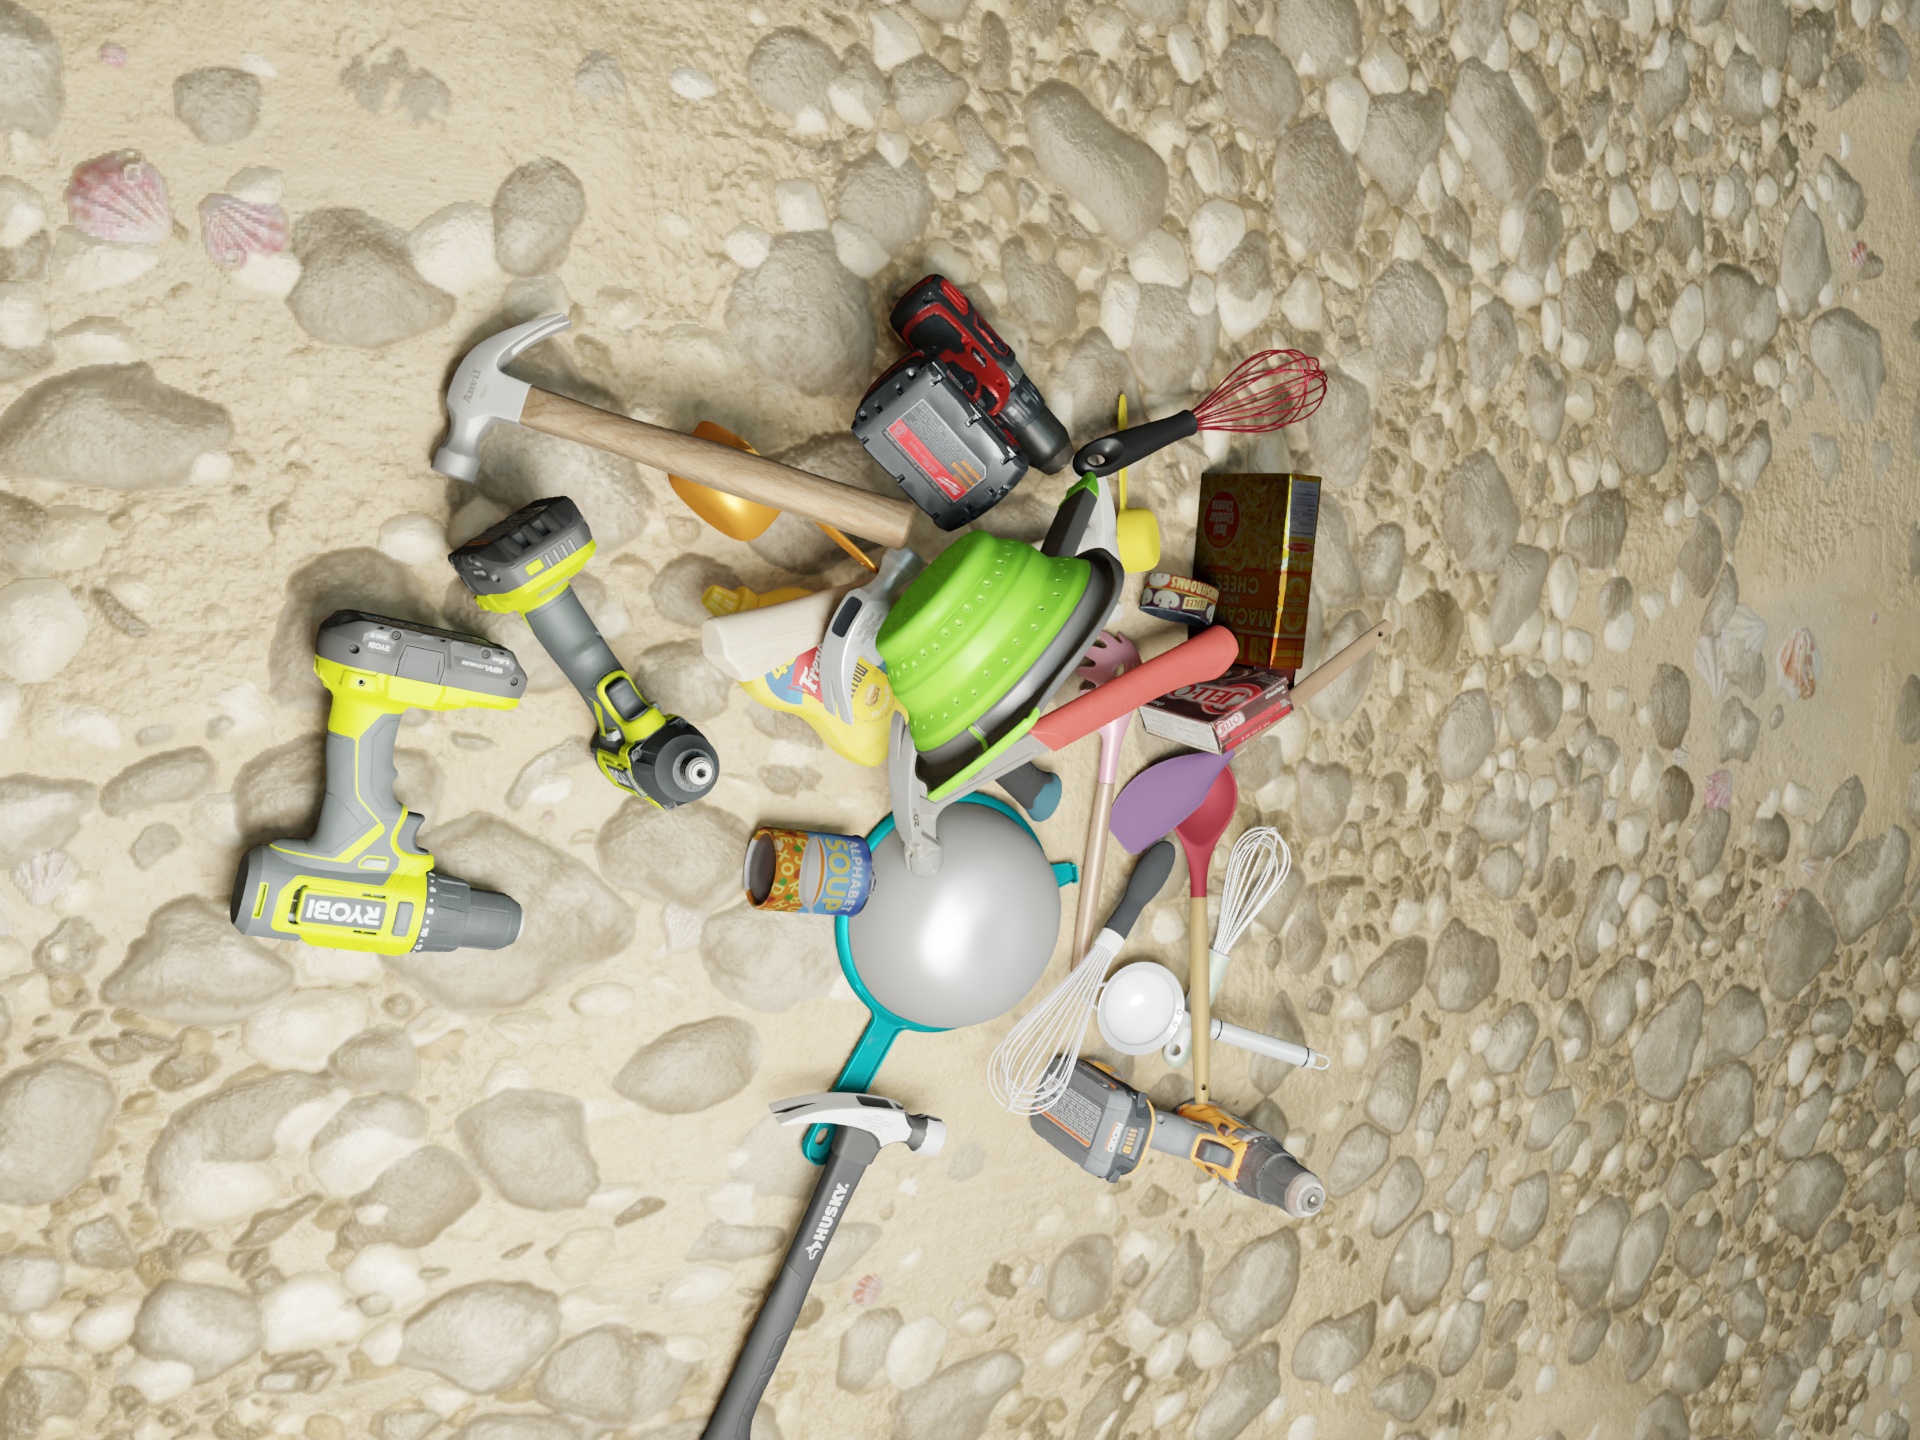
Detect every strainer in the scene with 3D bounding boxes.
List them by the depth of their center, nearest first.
[{"bbox_3d":[-0.023,0.223,1.315,0.210,0.095,0.340,36,78,-29],"label":"strainer"},{"bbox_3d":[0.224,0.282,1.465,0.258,0.050,0.087,19,90,-10],"label":"strainer"}]

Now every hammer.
[{"bbox_3d":[-0.192,-0.187,1.113,0.331,0.031,0.130,17,90,-4],"label":"hammer"},{"bbox_3d":[-0.025,-0.113,1.254,0.410,0.038,0.146,-17,104,-39],"label":"hammer"},{"bbox_3d":[-0.002,-0.004,1.266,0.128,0.033,0.330,-54,139,-6],"label":"hammer"},{"bbox_3d":[-0.141,0.456,1.291,0.146,0.035,0.335,22,95,-26],"label":"hammer"},{"bbox_3d":[0.092,-0.007,1.302,0.359,0.037,0.149,-27,132,-30],"label":"hammer"}]

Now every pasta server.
[{"bbox_3d":[0.122,0.079,1.420,0.060,0.040,0.316,2,100,-30],"label":"pasta server"}]

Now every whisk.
[{"bbox_3d":[0.213,-0.265,1.386,0.296,0.073,0.073,-25,109,-28],"label":"whisk"},{"bbox_3d":[0.115,0.221,1.395,0.070,0.070,0.285,45,68,-27],"label":"whisk"},{"bbox_3d":[0.247,0.213,1.500,0.059,0.058,0.246,24,89,-61],"label":"whisk"}]

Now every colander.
[{"bbox_3d":[0.029,-0.108,1.153,0.094,0.204,0.397,42,35,-13],"label":"colander"}]

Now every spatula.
[{"bbox_3d":[0.264,0.008,1.442,0.316,0.018,0.059,-37,98,0],"label":"spatula"}]

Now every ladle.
[{"bbox_3d":[0.219,0.187,1.448,0.069,0.031,0.315,2,81,-6],"label":"ladle"}]

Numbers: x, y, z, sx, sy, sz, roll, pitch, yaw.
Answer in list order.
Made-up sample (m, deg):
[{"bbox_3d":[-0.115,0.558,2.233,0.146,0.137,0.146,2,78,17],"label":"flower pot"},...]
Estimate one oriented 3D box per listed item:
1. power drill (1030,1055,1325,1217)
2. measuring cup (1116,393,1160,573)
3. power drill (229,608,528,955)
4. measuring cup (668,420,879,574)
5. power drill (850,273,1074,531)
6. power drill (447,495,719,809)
[{"bbox_3d":[0.198,0.379,1.417,0.226,0.185,0.084,21,88,-28],"label":"power drill"},{"bbox_3d":[0.154,-0.206,1.381,0.062,0.029,0.156,-6,94,-70],"label":"measuring cup"},{"bbox_3d":[-0.378,0.051,1.097,0.190,0.080,0.228,13,94,-31],"label":"power drill"},{"bbox_3d":[-0.140,-0.147,1.173,0.173,0.095,0.052,39,79,2],"label":"measuring cup"},{"bbox_3d":[0.012,-0.230,1.209,0.080,0.227,0.187,-35,111,26],"label":"power drill"},{"bbox_3d":[-0.251,-0.040,1.104,0.080,0.171,0.223,-38,111,-20],"label":"power drill"}]
